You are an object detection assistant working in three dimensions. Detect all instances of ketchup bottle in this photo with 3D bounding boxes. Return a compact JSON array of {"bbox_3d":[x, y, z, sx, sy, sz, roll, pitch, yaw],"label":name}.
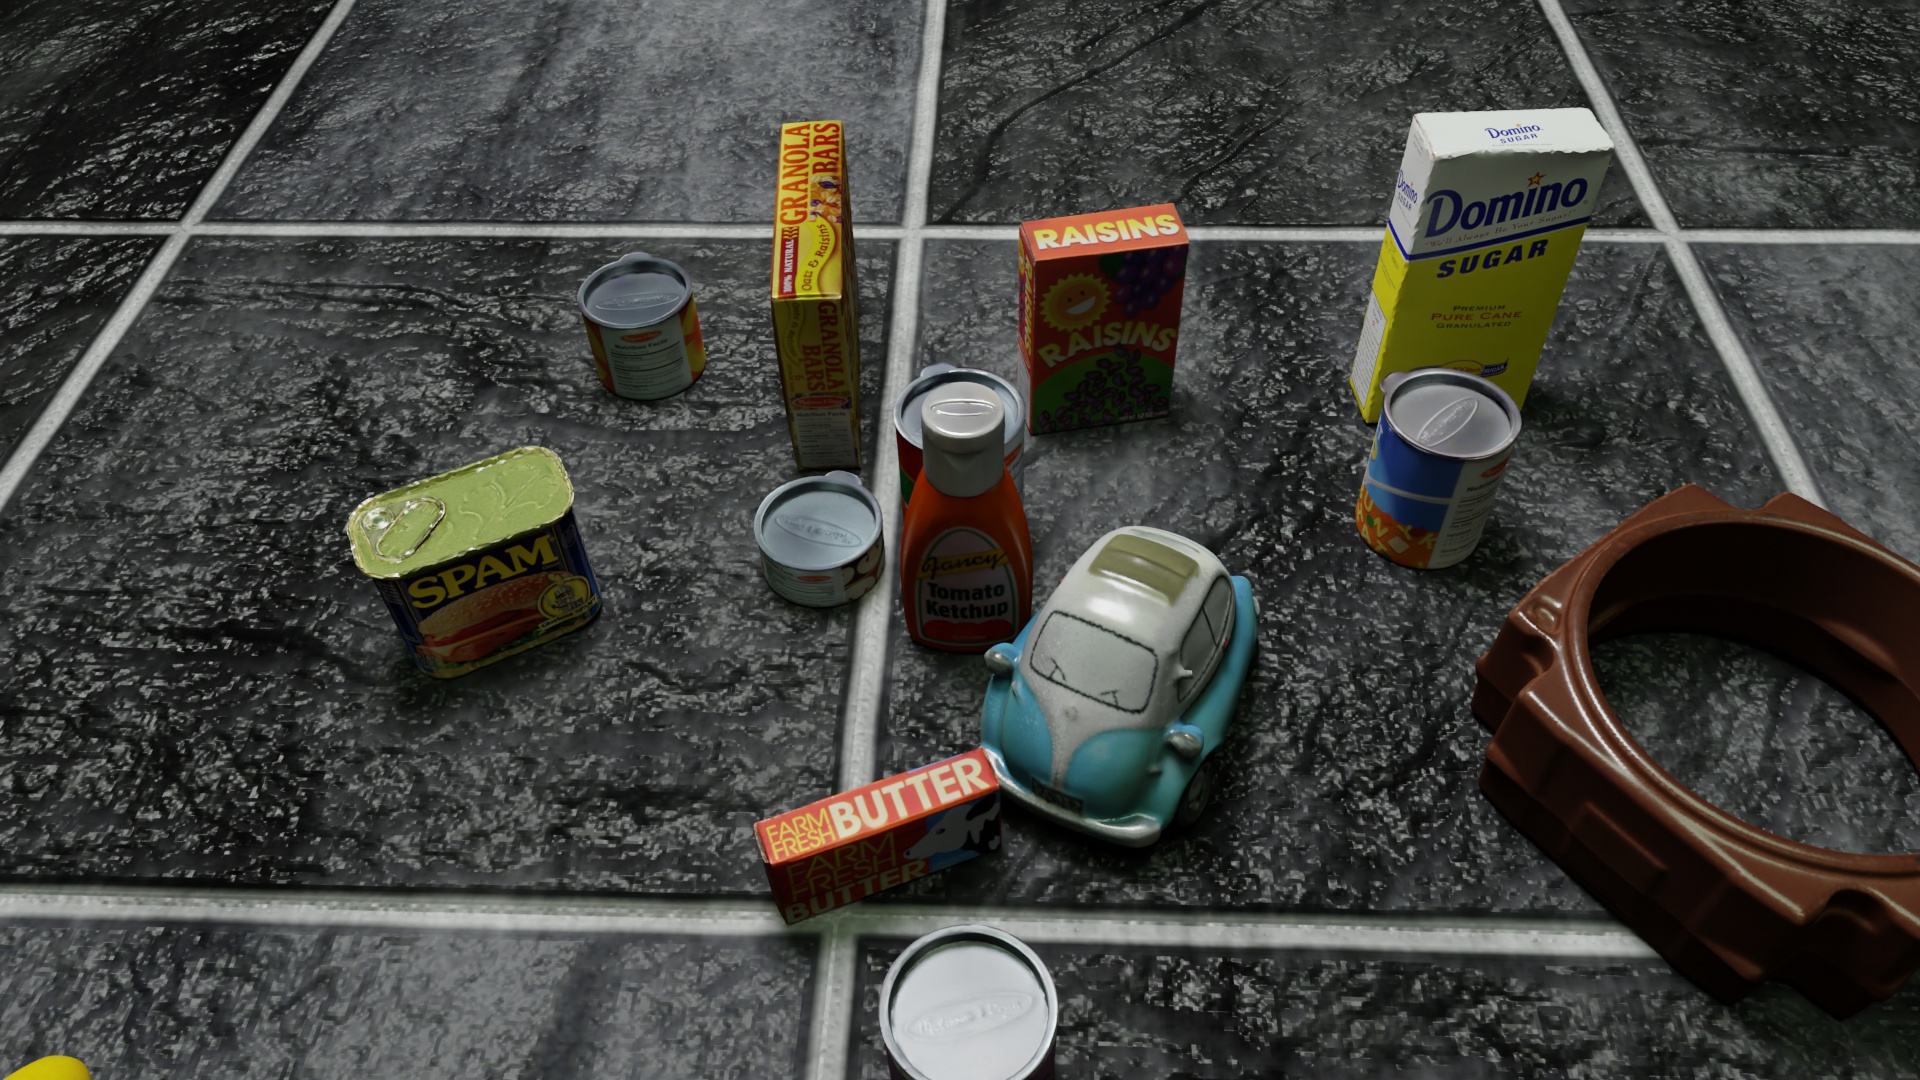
[{"bbox_3d":[0.002,-0.008,0.651,0.065,0.148,0.044,0,48,2],"label":"ketchup bottle"}]

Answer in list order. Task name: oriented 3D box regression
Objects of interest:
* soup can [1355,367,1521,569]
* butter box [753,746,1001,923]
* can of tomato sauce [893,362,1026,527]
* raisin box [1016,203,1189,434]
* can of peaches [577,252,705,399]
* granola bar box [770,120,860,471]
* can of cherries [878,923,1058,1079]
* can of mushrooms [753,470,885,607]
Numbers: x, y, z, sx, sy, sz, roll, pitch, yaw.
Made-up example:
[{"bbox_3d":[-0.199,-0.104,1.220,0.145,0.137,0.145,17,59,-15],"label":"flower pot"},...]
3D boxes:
[{"bbox_3d":[0.241,-0.038,0.715,0.071,0.083,0.072,-1,48,1],"label":"soup can"},{"bbox_3d":[-0.033,0.126,0.593,0.104,0.052,0.024,-17,49,-13],"label":"butter box"},{"bbox_3d":[-0.001,-0.039,0.724,0.071,0.082,0.071,-1,48,1],"label":"can of tomato sauce"},{"bbox_3d":[0.077,-0.121,0.770,0.086,0.122,0.040,-8,48,-5],"label":"raisin box"},{"bbox_3d":[-0.188,-0.127,0.826,0.071,0.057,0.071,-1,48,1],"label":"can of peaches"},{"bbox_3d":[-0.081,-0.141,0.791,0.039,0.123,0.166,-3,48,-1],"label":"granola bar box"},{"bbox_3d":[0.004,0.192,0.528,0.071,0.058,0.072,-1,48,1],"label":"can of cherries"},{"bbox_3d":[-0.071,-0.001,0.724,0.071,0.033,0.071,-1,48,1],"label":"can of mushrooms"}]
